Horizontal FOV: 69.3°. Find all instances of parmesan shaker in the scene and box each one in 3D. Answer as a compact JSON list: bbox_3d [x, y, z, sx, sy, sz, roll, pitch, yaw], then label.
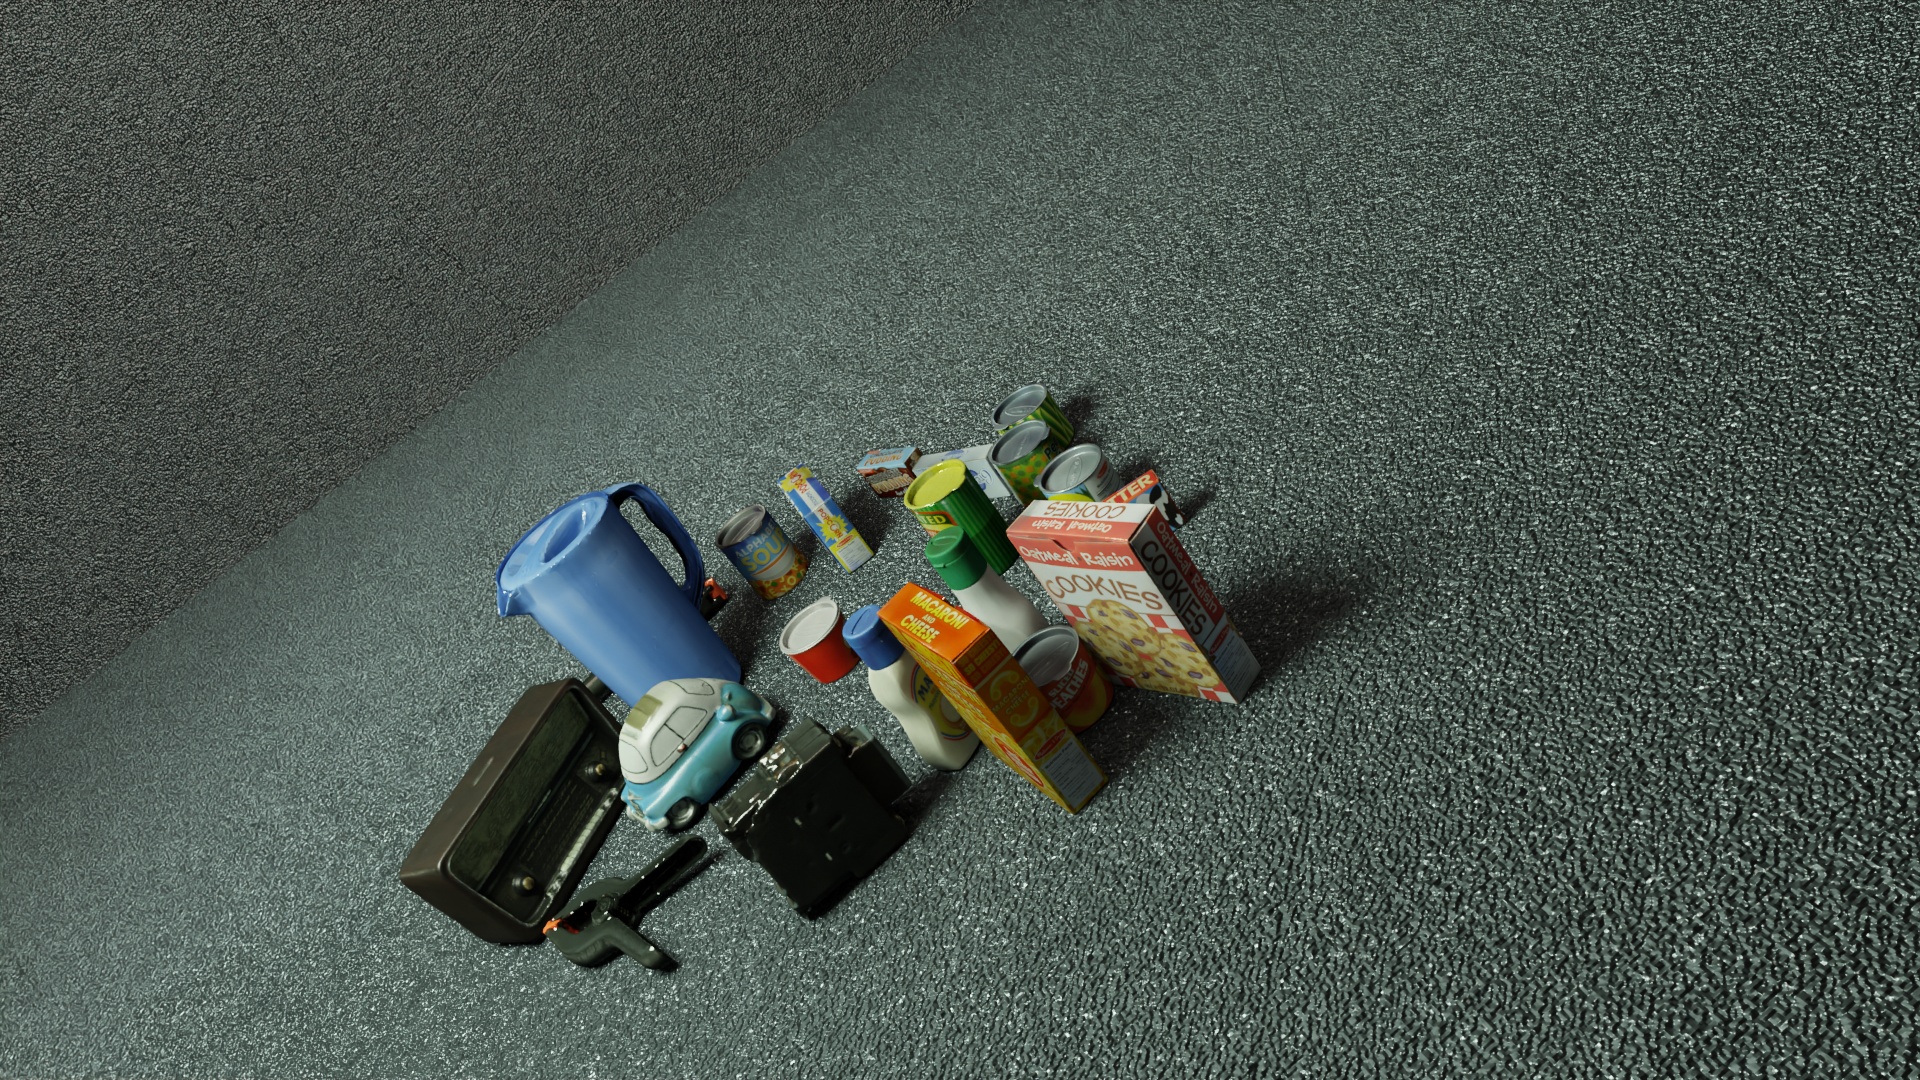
[{"bbox_3d":[0.005,-0.016,1.289,0.071,0.102,0.072,-27,29,17],"label":"parmesan shaker"}]

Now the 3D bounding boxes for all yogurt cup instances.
[{"bbox_3d":[-0.129,0.098,1.317,0.072,0.053,0.073,-27,29,17],"label":"yogurt cup"}]

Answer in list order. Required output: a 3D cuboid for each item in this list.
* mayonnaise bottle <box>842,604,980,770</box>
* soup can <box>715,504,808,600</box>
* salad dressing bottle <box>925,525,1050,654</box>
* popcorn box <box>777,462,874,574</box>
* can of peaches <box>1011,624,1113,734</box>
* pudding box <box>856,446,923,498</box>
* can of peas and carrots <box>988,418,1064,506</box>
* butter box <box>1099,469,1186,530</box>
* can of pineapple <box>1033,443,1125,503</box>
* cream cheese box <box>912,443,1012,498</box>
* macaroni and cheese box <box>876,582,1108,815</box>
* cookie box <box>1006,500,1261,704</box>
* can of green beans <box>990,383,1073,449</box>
[{"bbox_3d":[-0.037,0.114,1.092,0.041,0.147,0.065,-9,39,41],"label":"mayonnaise bottle"},{"bbox_3d":[-0.213,0.014,1.505,0.071,0.083,0.072,-27,29,17],"label":"soup can"},{"bbox_3d":[0.026,0.052,1.116,0.064,0.147,0.044,-6,41,44],"label":"salad dressing bottle"},{"bbox_3d":[-0.145,-0.025,1.486,0.038,0.085,0.127,-39,28,-4],"label":"popcorn box"},{"bbox_3d":[0.077,0.109,1.067,0.071,0.058,0.071,-27,29,17],"label":"can of peaches"},{"bbox_3d":[-0.068,-0.074,1.513,0.083,0.049,0.030,-1,44,47],"label":"pudding box"},{"bbox_3d":[0.072,-0.076,1.351,0.071,0.058,0.071,-27,29,17],"label":"can of peas and carrots"},{"bbox_3d":[0.136,-0.010,1.188,0.103,0.053,0.024,-33,28,6],"label":"butter box"},{"bbox_3d":[0.112,-0.045,1.262,0.071,0.057,0.071,-27,29,17],"label":"can of pineapple"},{"bbox_3d":[0.006,-0.066,1.416,0.103,0.053,0.024,-7,40,43],"label":"cream cheese box"},{"bbox_3d":[0.023,0.112,1.009,0.040,0.166,0.124,-43,29,-12],"label":"macaroni and cheese box"},{"bbox_3d":[0.124,0.044,0.999,0.123,0.167,0.040,3,47,50],"label":"cookie box"},{"bbox_3d":[0.073,-0.117,1.412,0.071,0.057,0.071,-27,29,17],"label":"can of green beans"}]
